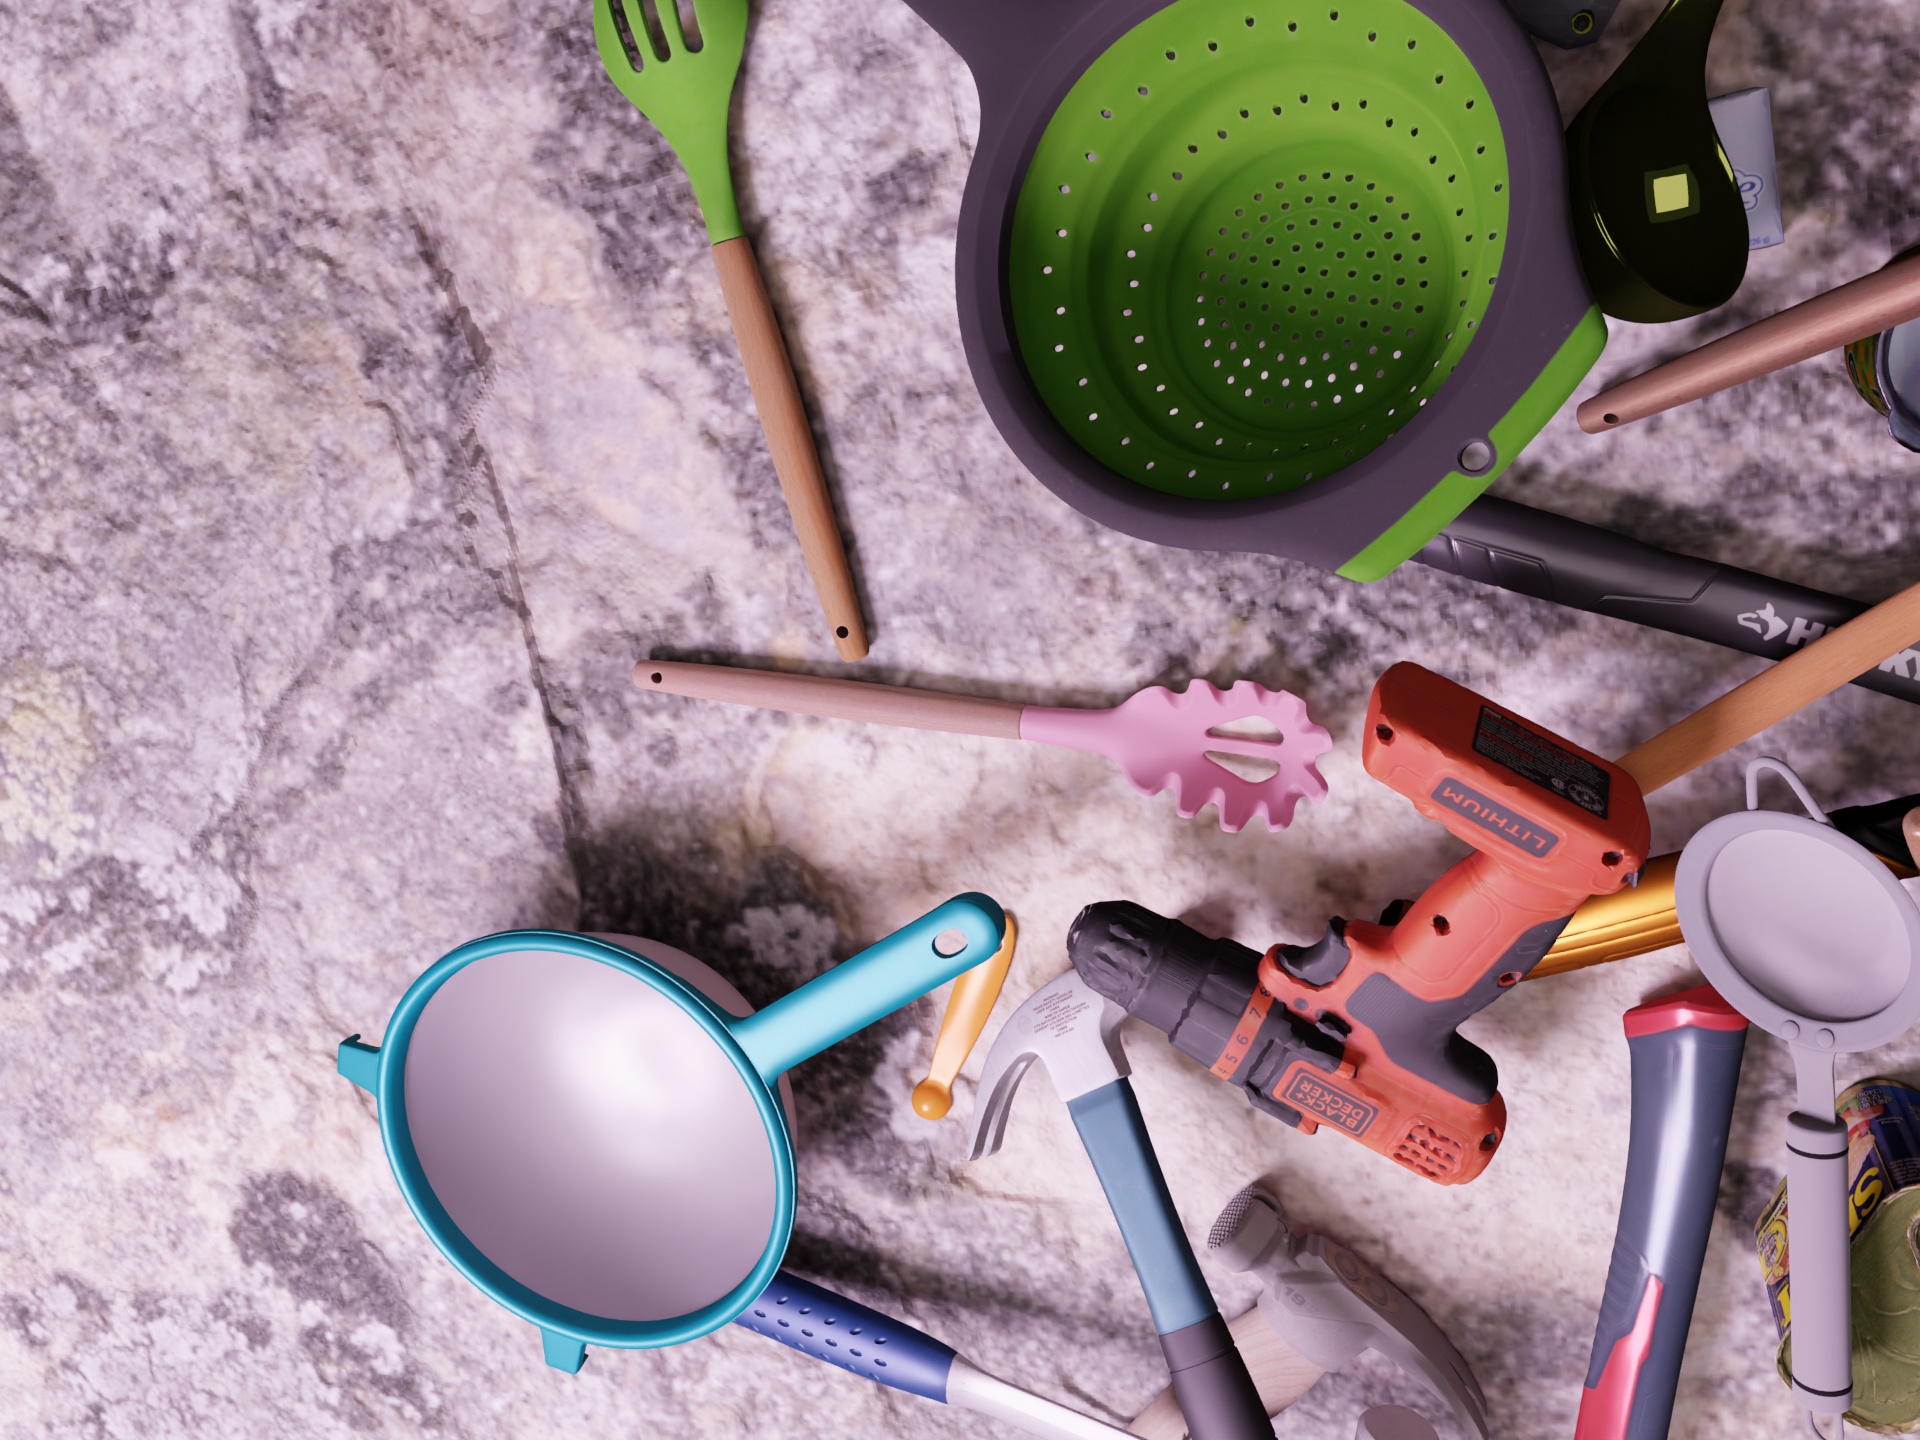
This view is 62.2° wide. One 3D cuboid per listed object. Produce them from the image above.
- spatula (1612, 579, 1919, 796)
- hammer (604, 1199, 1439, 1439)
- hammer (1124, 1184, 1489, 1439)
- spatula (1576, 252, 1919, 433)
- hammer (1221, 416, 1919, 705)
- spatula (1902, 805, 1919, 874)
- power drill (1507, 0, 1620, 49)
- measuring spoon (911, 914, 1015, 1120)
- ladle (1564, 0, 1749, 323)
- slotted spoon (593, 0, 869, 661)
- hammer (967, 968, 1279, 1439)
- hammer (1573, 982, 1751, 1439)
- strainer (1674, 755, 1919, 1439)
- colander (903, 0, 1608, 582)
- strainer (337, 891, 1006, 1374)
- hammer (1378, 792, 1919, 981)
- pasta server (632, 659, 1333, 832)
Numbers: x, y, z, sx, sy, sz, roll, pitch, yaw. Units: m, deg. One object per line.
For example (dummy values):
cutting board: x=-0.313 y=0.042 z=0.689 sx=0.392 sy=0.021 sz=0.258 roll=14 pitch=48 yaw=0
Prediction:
spatula: x=0.322 y=-0.039 z=0.519 sx=0.322 sy=0.041 sz=0.081 roll=-37 pitch=94 yaw=27
hammer: x=0.005 y=0.316 z=0.741 sx=0.406 sy=0.035 sz=0.144 roll=14 pitch=107 yaw=23
hammer: x=0.069 y=0.397 z=0.779 sx=0.146 sy=0.038 sz=0.410 roll=40 pitch=115 yaw=2
spatula: x=0.305 y=-0.134 z=0.444 sx=0.059 sy=0.018 sz=0.316 roll=40 pitch=154 yaw=-17
hammer: x=0.255 y=-0.054 z=0.579 sx=0.335 sy=0.035 sz=0.146 roll=18 pitch=112 yaw=13
spatula: x=0.386 y=0.134 z=0.550 sx=0.082 sy=0.044 sz=0.317 roll=-28 pitch=123 yaw=26
power drill: x=0.176 y=-0.351 z=0.492 sx=0.171 sy=0.080 sz=0.223 roll=28 pitch=116 yaw=7
measuring spoon: x=0.001 y=0.139 z=0.734 sx=0.021 sy=0.011 sz=0.117 roll=24 pitch=112 yaw=10
ladle: x=0.255 y=-0.275 z=0.463 sx=0.078 sy=0.062 sz=0.320 roll=6 pitch=114 yaw=-28
slotted spoon: x=-0.086 y=-0.174 z=0.660 sx=0.070 sy=0.031 sz=0.313 roll=-11 pitch=104 yaw=21
hammer: x=0.100 y=0.261 z=0.653 sx=0.128 sy=0.033 sz=0.331 roll=-27 pitch=72 yaw=18
hammer: x=0.285 y=0.294 z=0.648 sx=0.143 sy=0.038 sz=0.386 roll=20 pitch=112 yaw=46
strainer: x=0.291 y=0.132 z=0.541 sx=0.087 sy=0.050 sz=0.258 roll=11 pitch=112 yaw=57
colander: x=0.057 y=-0.216 z=0.576 sx=0.204 sy=0.094 sz=0.397 roll=-48 pitch=70 yaw=21
strainer: x=-0.110 y=0.150 z=0.731 sx=0.340 sy=0.095 sz=0.211 roll=-32 pitch=95 yaw=22
hammer: x=0.306 y=0.055 z=0.564 sx=0.337 sy=0.034 sz=0.127 roll=-22 pitch=105 yaw=34
pasta server: x=-0.001 y=-0.002 z=0.678 sx=0.316 sy=0.040 sz=0.060 roll=7 pitch=97 yaw=17
